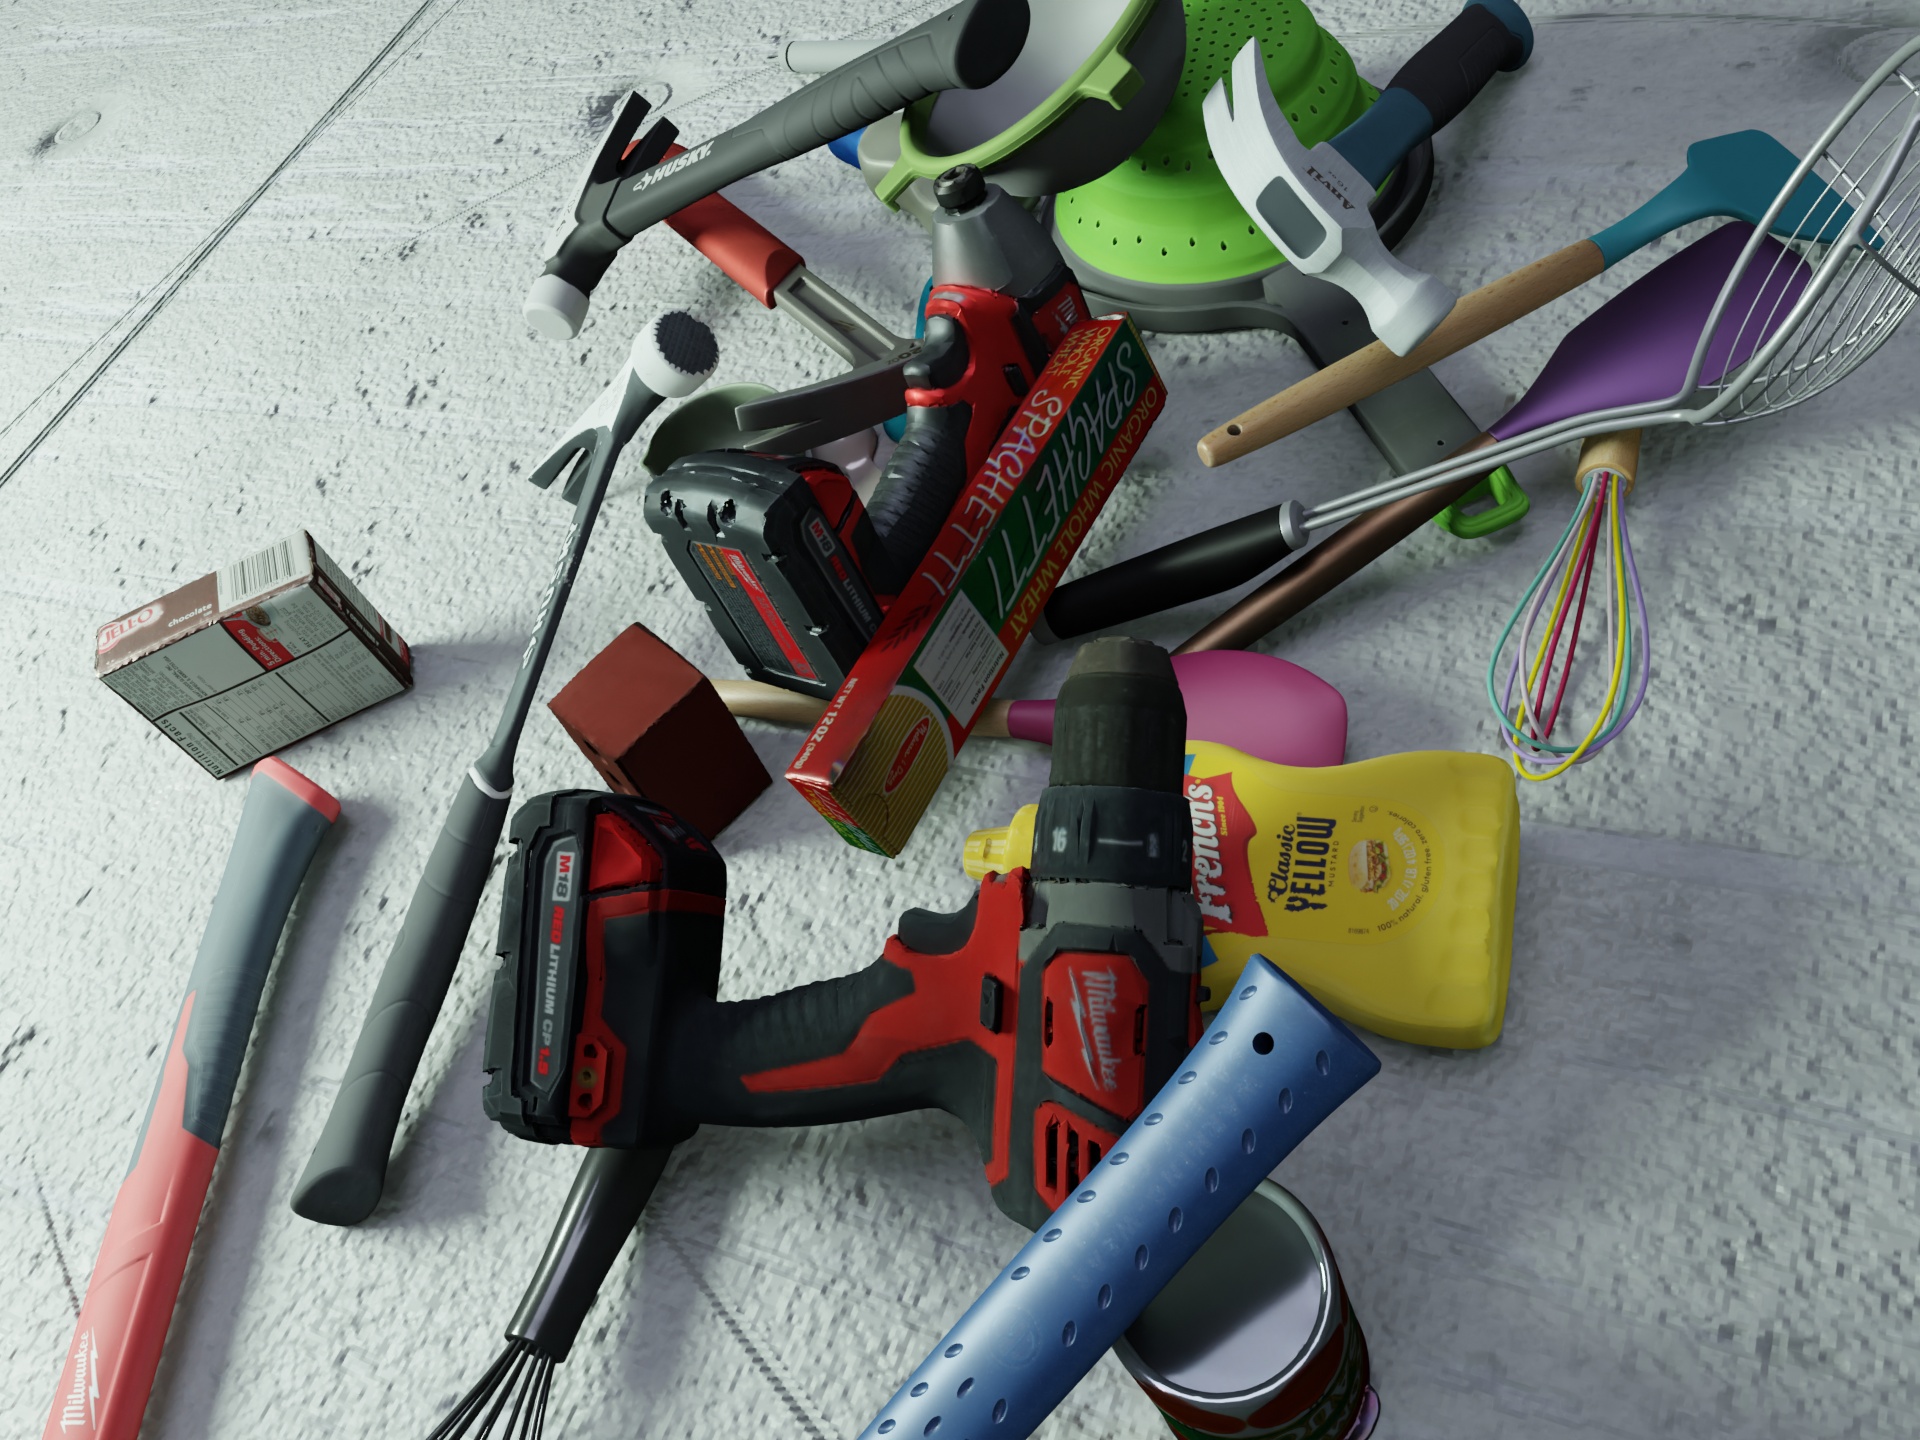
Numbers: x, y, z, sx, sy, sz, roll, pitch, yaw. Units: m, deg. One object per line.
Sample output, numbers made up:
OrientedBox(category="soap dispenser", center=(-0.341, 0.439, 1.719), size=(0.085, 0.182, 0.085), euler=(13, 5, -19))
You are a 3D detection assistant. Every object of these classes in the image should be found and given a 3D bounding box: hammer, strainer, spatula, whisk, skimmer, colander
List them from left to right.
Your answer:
OrientedBox(category="hammer", center=(-0.328, 0.182, 0.634), size=(0.143, 0.038, 0.387), euler=(-12, 51, 14))
OrientedBox(category="hammer", center=(-0.202, 0.011, 0.693), size=(0.149, 0.036, 0.409), euler=(-25, 45, 50))
OrientedBox(category="whisk", center=(-0.144, 0.212, 0.539), size=(0.055, 0.055, 0.239), euler=(5, 52, 24))
OrientedBox(category="hammer", center=(-0.117, -0.244, 0.855), size=(0.149, 0.036, 0.359), euler=(-25, 43, -18))
OrientedBox(category="hammer", center=(-0.097, -0.289, 0.783), size=(0.335, 0.035, 0.146), euler=(-5, 61, 45))
OrientedBox(category="hammer", center=(-0.036, 0.230, 0.415), size=(0.405, 0.035, 0.144), euler=(-49, 53, 4))
OrientedBox(category="strainer", center=(-0.027, -0.403, 0.967), size=(0.259, 0.050, 0.087), euler=(18, 56, 37))
OrientedBox(category="strainer", center=(0.064, -0.331, 0.734), size=(0.151, 0.069, 0.256), euler=(-7, 55, 45))
OrientedBox(category="colander", center=(0.149, -0.237, 0.735), size=(0.204, 0.094, 0.398), euler=(-24, 49, 2))
OrientedBox(category="hammer", center=(0.201, -0.270, 0.705), size=(0.128, 0.033, 0.331), euler=(43, 45, -2))
OrientedBox(category="skimmer", center=(0.165, -0.116, 0.574), size=(0.363, 0.090, 0.127), euler=(-19, 21, 32))
OrientedBox(category="spatula", center=(0.190, -0.091, 0.625), size=(0.316, 0.018, 0.060), euler=(-35, 54, 5))
OrientedBox(category="spatula", center=(0.237, -0.171, 0.654), size=(0.317, 0.044, 0.082), euler=(-27, 64, -7))
OrientedBox(category="whisk", center=(0.242, -0.075, 0.614), size=(0.051, 0.047, 0.245), euler=(14, 55, 15))

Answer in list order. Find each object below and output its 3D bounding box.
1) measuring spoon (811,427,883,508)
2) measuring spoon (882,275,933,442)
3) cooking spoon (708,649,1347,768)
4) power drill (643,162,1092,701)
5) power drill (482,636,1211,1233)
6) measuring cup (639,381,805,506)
OrientedBox(category="measuring spoon", center=(-0.041, -0.113, 0.762), size=(0.034, 0.018, 0.124), euler=(-30, 50, -3))
OrientedBox(category="measuring spoon", center=(-0.018, -0.193, 0.812), size=(0.042, 0.021, 0.129), euler=(-7, 53, 16))
OrientedBox(category="cooking spoon", center=(-0.001, -0.002, 0.654), size=(0.319, 0.017, 0.069), euler=(4, 80, 27))
OrientedBox(category="power drill", center=(-0.021, -0.122, 0.667), size=(0.079, 0.143, 0.220), euler=(14, 55, 41))
OrientedBox(category="power drill", center=(-0.031, 0.064, 0.524), size=(0.227, 0.080, 0.188), euler=(2, 81, 14))
OrientedBox(category="measuring cup", center=(-0.105, -0.094, 0.761), size=(0.083, 0.038, 0.168), euler=(-19, 52, 6))
